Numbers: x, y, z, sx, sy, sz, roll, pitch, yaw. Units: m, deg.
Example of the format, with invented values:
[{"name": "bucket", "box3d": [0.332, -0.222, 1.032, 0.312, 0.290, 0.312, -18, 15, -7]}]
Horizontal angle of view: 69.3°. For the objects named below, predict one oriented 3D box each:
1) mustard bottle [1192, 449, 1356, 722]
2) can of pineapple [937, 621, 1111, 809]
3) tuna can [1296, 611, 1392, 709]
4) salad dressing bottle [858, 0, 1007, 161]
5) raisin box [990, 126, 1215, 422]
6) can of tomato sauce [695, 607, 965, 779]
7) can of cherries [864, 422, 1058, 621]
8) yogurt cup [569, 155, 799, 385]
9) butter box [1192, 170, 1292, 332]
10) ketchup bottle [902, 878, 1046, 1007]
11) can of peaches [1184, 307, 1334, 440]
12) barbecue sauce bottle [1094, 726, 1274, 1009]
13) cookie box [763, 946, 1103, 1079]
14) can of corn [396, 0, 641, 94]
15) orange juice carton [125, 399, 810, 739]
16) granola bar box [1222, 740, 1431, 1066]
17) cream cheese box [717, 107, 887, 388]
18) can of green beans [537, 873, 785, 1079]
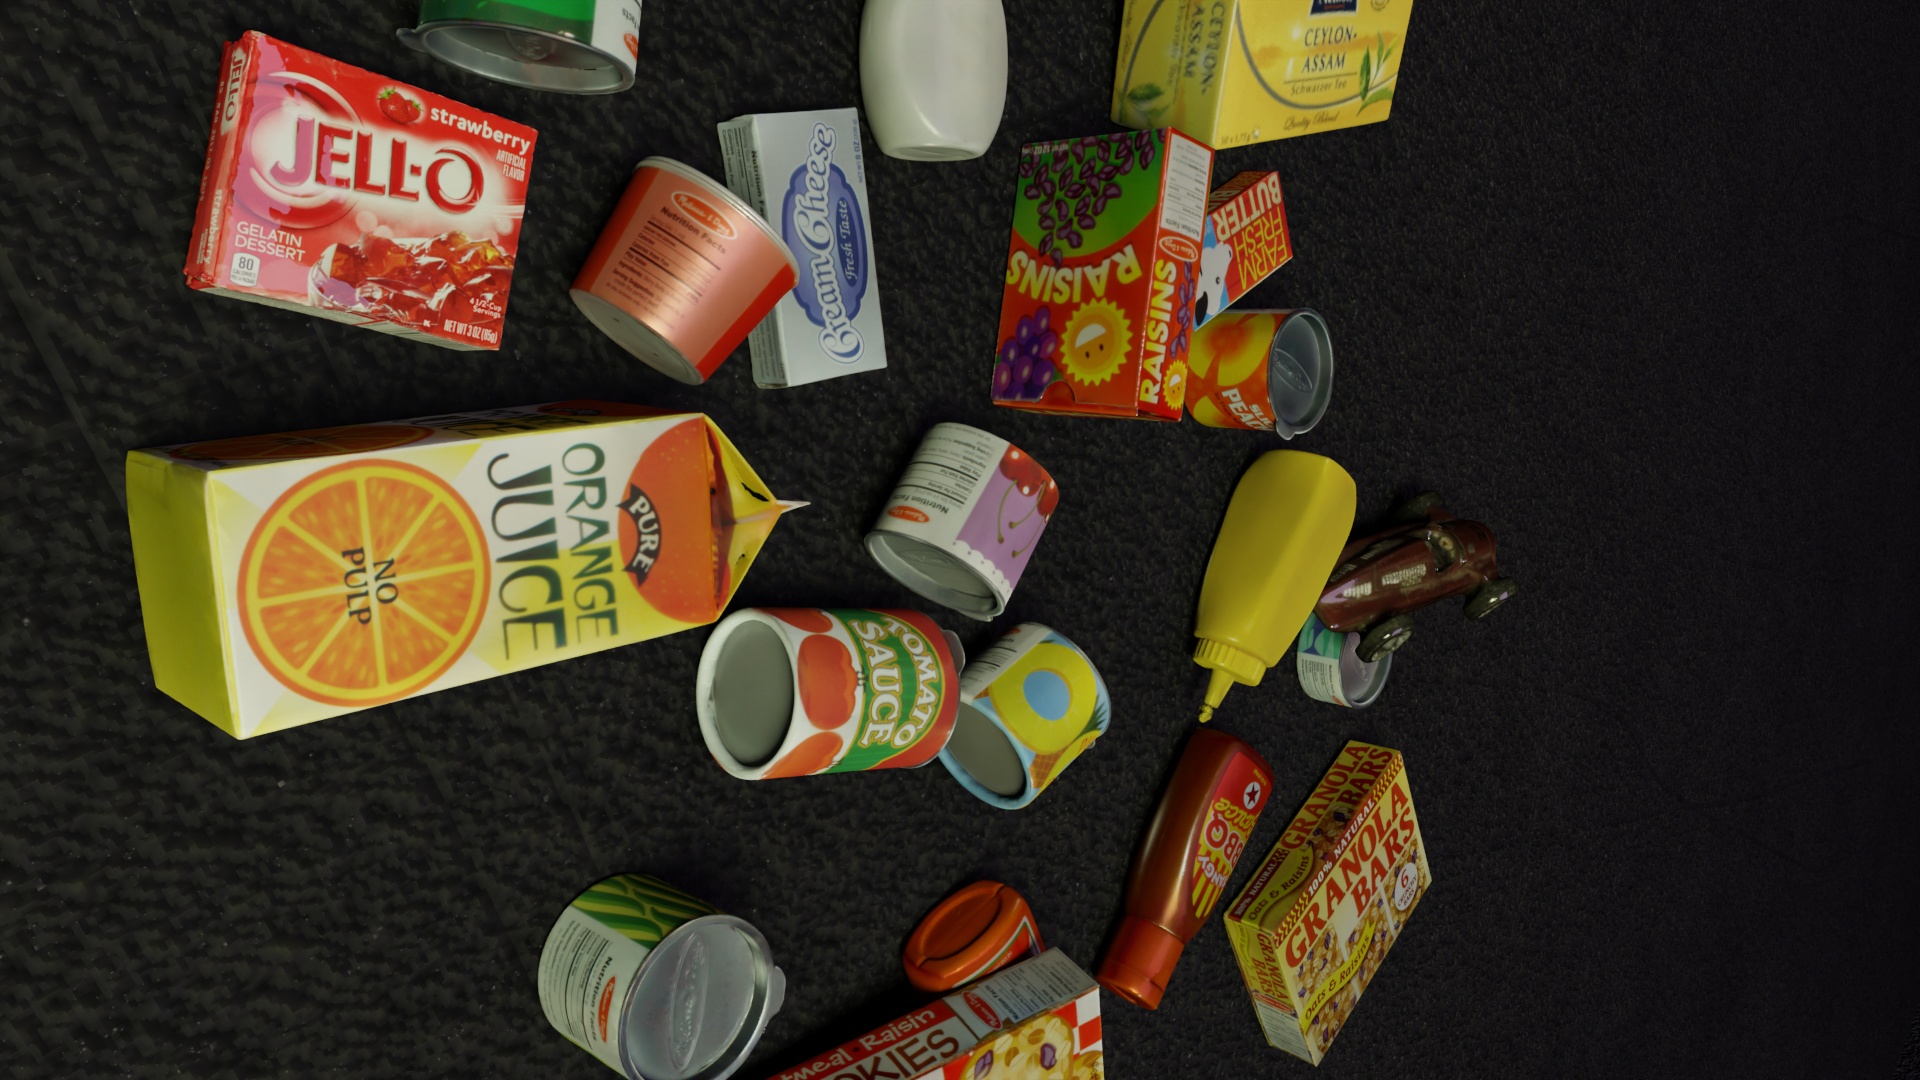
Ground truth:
[{"name": "mustard bottle", "box3d": [0.165, 0.028, 0.772, 0.049, 0.065, 0.160, 33, 79, -38]}, {"name": "can of pineapple", "box3d": [0.027, 0.081, 0.631, 0.058, 0.071, 0.070, -37, 121, -35]}, {"name": "tuna can", "box3d": [0.244, 0.069, 0.877, 0.071, 0.033, 0.071, -9, 103, -45]}, {"name": "salad dressing bottle", "box3d": [-0.010, -0.232, 0.565, 0.064, 0.044, 0.147, -4, 97, -38]}, {"name": "raisin box", "box3d": [0.063, -0.117, 0.626, 0.040, 0.086, 0.123, 5, 92, -48]}, {"name": "can of tomato sauce", "box3d": [-0.050, 0.059, 0.548, 0.083, 0.071, 0.071, 4, 93, -45]}, {"name": "can of cherries", "box3d": [0.002, -0.007, 0.596, 0.071, 0.071, 0.058, 45, 63, -40]}, {"name": "yogurt cup", "box3d": [-0.098, -0.091, 0.483, 0.072, 0.072, 0.054, 43, 74, -40]}, {"name": "butter box", "box3d": [0.138, -0.155, 0.742, 0.104, 0.024, 0.053, -38, 122, -35]}, {"name": "ketchup bottle", "box3d": [0.022, 0.237, 0.668, 0.065, 0.043, 0.148, -36, 121, -30]}, {"name": "can of peaches", "box3d": [0.159, -0.090, 0.748, 0.071, 0.058, 0.071, -10, 104, -45]}, {"name": "barbecue sauce bottle", "box3d": [0.121, 0.180, 0.761, 0.064, 0.043, 0.149, 48, 63, -39]}, {"name": "cookie box", "box3d": [-0.014, 0.267, 0.601, 0.168, 0.040, 0.122, -16, 113, -27]}, {"name": "can of corn", "box3d": [-0.134, -0.178, 0.431, 0.071, 0.071, 0.058, 5, 92, -46]}, {"name": "orange juice carton", "box3d": [-0.145, -0.003, 0.441, 0.193, 0.072, 0.073, -13, 106, -44]}, {"name": "granola bar box", "box3d": [0.239, 0.229, 0.892, 0.166, 0.039, 0.123, -43, 125, -33]}, {"name": "cream cheese box", "box3d": [-0.061, -0.114, 0.544, 0.053, 0.024, 0.103, -19, 109, -41]}, {"name": "can of green beans", "box3d": [-0.112, 0.162, 0.509, 0.071, 0.058, 0.071, -9, 102, -45]}]
